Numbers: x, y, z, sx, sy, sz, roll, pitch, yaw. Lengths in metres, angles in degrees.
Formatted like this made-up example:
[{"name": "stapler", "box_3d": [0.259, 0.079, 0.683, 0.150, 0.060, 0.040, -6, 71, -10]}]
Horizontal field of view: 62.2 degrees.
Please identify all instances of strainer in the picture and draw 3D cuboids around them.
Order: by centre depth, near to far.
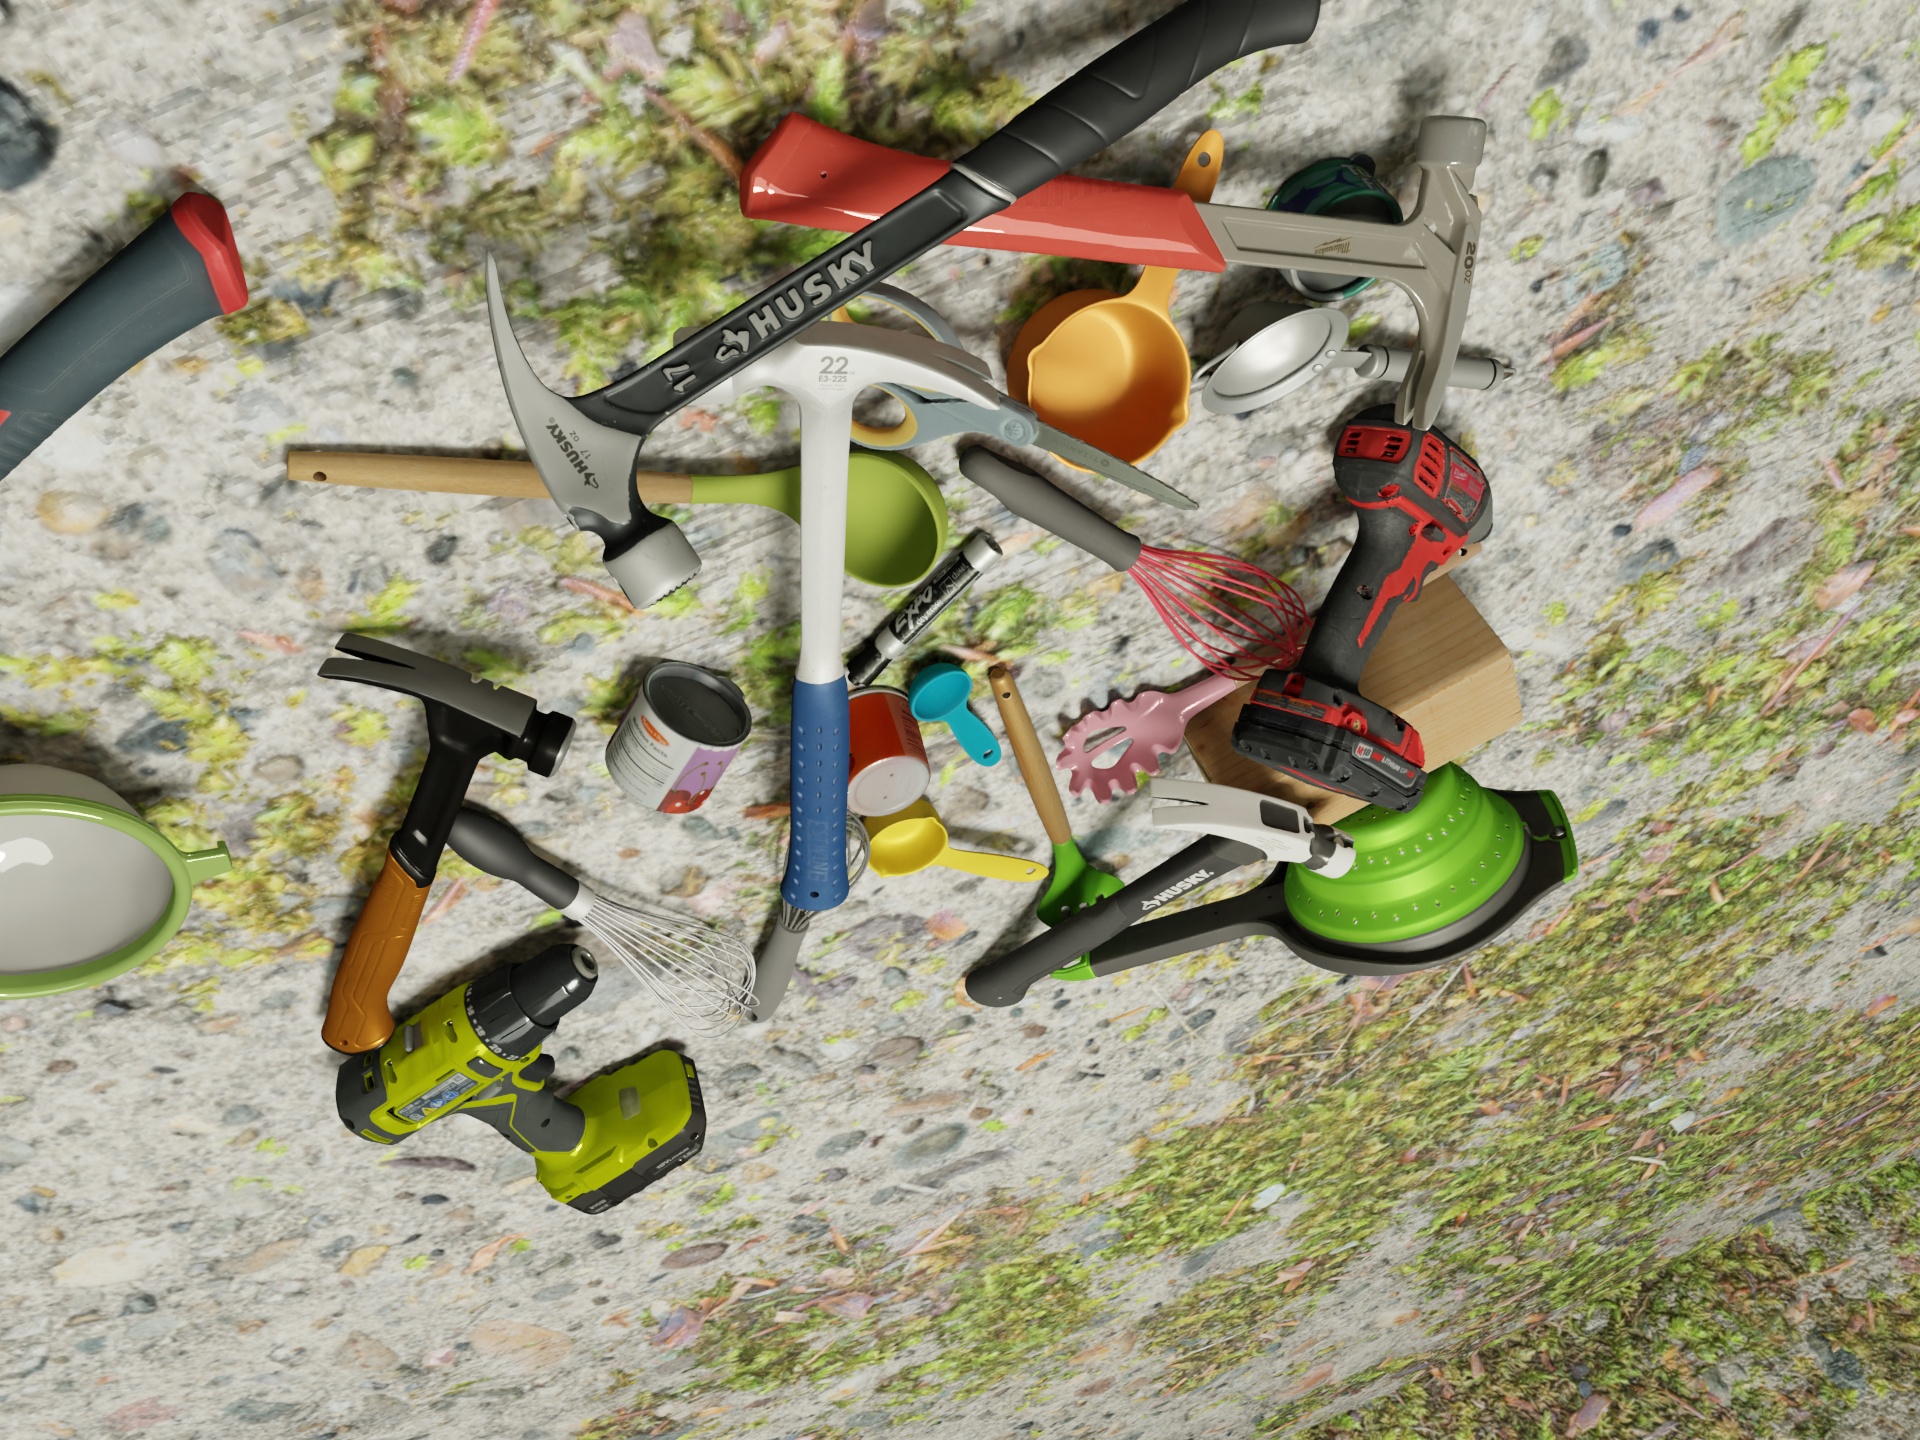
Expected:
[{"name": "strainer", "box_3d": [-0.510, 0.103, 0.823, 0.256, 0.069, 0.151, -42, 140, 20]}, {"name": "strainer", "box_3d": [0.220, -0.201, 0.883, 0.258, 0.050, 0.087, -3, 153, -32]}]

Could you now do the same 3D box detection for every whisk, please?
[{"name": "whisk", "box_3d": [0.110, -0.090, 0.934, 0.295, 0.073, 0.073, 25, 120, -36]}, {"name": "whisk", "box_3d": [-0.223, 0.128, 1.007, 0.070, 0.070, 0.284, -35, 135, 12]}, {"name": "whisk", "box_3d": [-0.111, 0.138, 1.080, 0.055, 0.055, 0.238, -1, 139, -26]}]

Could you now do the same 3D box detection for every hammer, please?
[{"name": "hammer", "box_3d": [-0.455, -0.096, 0.659, 0.386, 0.038, 0.143, -36, 137, 13]}, {"name": "hammer", "box_3d": [-0.010, -0.221, 0.673, 0.409, 0.036, 0.149, -36, 102, -10]}, {"name": "hammer", "box_3d": [0.077, -0.222, 0.742, 0.359, 0.037, 0.149, 1, 108, -17]}, {"name": "hammer", "box_3d": [-0.068, -0.032, 0.838, 0.144, 0.035, 0.405, -3, 138, -9]}, {"name": "hammer", "box_3d": [-0.327, 0.090, 0.910, 0.127, 0.034, 0.336, 23, 130, -13]}, {"name": "hammer", "box_3d": [0.105, 0.133, 1.114, 0.146, 0.035, 0.334, 21, 142, -27]}]

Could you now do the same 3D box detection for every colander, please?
[{"name": "colander", "box_3d": [0.233, 0.104, 1.161, 0.397, 0.205, 0.094, -19, 117, 19]}]

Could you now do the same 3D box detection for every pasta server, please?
[{"name": "pasta server", "box_3d": [0.204, -0.040, 1.050, 0.316, 0.040, 0.060, -29, 97, 2]}]

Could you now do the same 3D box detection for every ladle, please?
[{"name": "ladle", "box_3d": [-0.158, -0.108, 0.782, 0.320, 0.062, 0.078, 0, 137, -23]}]

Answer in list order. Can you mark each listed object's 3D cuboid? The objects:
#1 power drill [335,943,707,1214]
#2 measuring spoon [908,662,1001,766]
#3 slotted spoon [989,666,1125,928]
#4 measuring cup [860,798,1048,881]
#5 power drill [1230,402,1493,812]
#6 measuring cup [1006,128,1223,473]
[{"name": "power drill", "box_3d": [-0.278, 0.245, 1.089, 0.190, 0.080, 0.228, -33, 137, 10]}, {"name": "measuring spoon", "box_3d": [-0.002, -0.003, 1.008, 0.042, 0.021, 0.128, -36, 149, 2]}, {"name": "slotted spoon", "box_3d": [0.062, 0.067, 1.104, 0.070, 0.031, 0.313, -20, 139, 2]}, {"name": "measuring cup", "box_3d": [-0.002, 0.086, 1.089, 0.156, 0.029, 0.062, 16, 126, -38]}, {"name": "power drill", "box_3d": [0.255, -0.064, 0.956, 0.143, 0.079, 0.220, 21, 88, -45]}, {"name": "measuring cup", "box_3d": [0.083, -0.212, 0.798, 0.095, 0.052, 0.173, 16, 106, -25]}]
